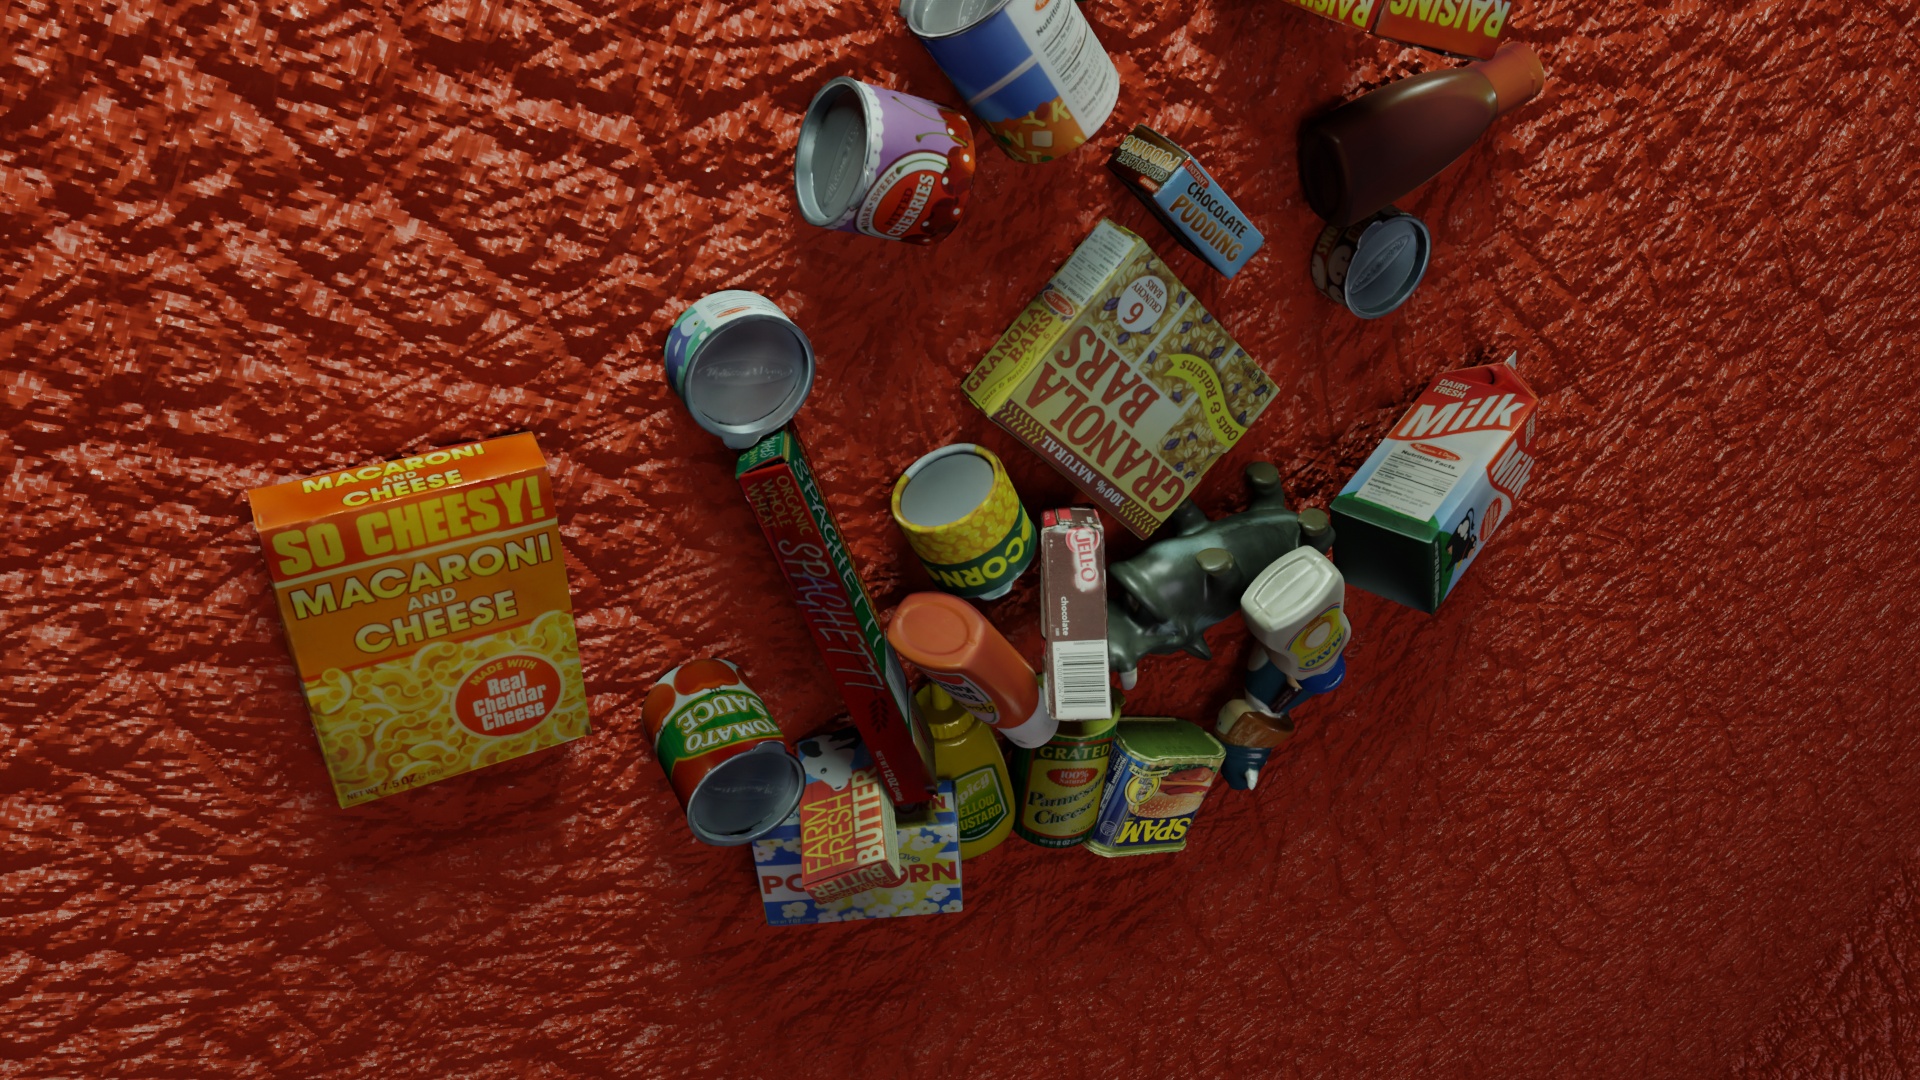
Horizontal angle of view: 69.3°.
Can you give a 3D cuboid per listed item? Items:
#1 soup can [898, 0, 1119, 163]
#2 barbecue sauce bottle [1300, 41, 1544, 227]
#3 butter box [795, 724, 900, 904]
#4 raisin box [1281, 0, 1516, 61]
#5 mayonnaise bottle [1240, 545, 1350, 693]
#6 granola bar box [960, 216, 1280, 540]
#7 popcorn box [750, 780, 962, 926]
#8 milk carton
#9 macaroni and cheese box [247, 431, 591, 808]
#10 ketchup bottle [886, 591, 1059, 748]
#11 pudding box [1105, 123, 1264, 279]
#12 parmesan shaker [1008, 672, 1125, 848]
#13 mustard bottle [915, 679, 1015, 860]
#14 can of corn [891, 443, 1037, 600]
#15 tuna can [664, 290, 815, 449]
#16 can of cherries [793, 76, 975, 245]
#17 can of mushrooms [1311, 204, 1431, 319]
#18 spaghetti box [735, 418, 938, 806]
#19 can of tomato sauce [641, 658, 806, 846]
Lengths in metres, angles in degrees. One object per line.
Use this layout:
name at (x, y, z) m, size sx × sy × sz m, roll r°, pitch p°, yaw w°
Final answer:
soup can at (0.023, -0.223, 0.632) m, size 0.071 × 0.071 × 0.083 m, roll -45°, pitch 135°, yaw 2°
barbecue sauce bottle at (0.266, -0.238, 0.795) m, size 0.149 × 0.044 × 0.064 m, roll -30°, pitch 133°, yaw -13°
butter box at (-0.067, 0.157, 0.812) m, size 0.053 × 0.104 × 0.024 m, roll -19°, pitch 134°, yaw 9°
raisin box at (0.191, -0.269, 0.666) m, size 0.086 × 0.124 × 0.040 m, roll -2°, pitch 122°, yaw -33°
mayonnaise bottle at (0.223, 0.058, 0.900) m, size 0.065 × 0.041 × 0.147 m, roll -40°, pitch 147°, yaw 0°
granola bar box at (0.096, -0.086, 0.796) m, size 0.124 × 0.039 × 0.165 m, roll -49°, pitch 134°, yaw 7°
popcorn box at (-0.063, 0.195, 0.864) m, size 0.127 × 0.038 × 0.084 m, roll -4°, pitch 127°, yaw -2°
milk carton at (0.330, -0.046, 0.935) m, size 0.191 × 0.073 × 0.072 m, roll -46°, pitch 139°, yaw -26°
macaroni and cheese box at (-0.249, 0.038, 0.657) m, size 0.124 × 0.040 × 0.165 m, roll -15°, pitch 129°, yaw -24°
ketchup bottle at (0.016, 0.080, 0.812) m, size 0.043 × 0.065 × 0.148 m, roll -62°, pitch 145°, yaw -14°
pudding box at (0.120, -0.179, 0.737) m, size 0.030 × 0.050 × 0.083 m, roll -49°, pitch 134°, yaw 9°
parmesan shaker at (0.069, 0.147, 0.927) m, size 0.071 × 0.071 × 0.102 m, roll -13°, pitch 128°, yaw -26°
mustard bottle at (-0.005, 0.137, 0.884) m, size 0.065 × 0.049 × 0.159 m, roll -23°, pitch 131°, yaw -13°
can of corn at (0.003, -0.010, 0.767) m, size 0.071 × 0.071 × 0.058 m, roll -35°, pitch 133°, yaw -6°
tuna can at (-0.107, -0.082, 0.668) m, size 0.071 × 0.033 × 0.070 m, roll -17°, pitch 129°, yaw -22°
can of cherries at (-0.034, -0.168, 0.628) m, size 0.058 × 0.072 × 0.071 m, roll 3°, pitch 120°, yaw -36°
can of mushrooms at (0.247, -0.172, 0.838) m, size 0.071 × 0.033 × 0.070 m, roll -18°, pitch 130°, yaw -22°
spaghetti box at (-0.062, 0.044, 0.754) m, size 0.029 × 0.050 × 0.248 m, roll -17°, pitch 125°, yaw 6°
can of tomato sauce at (-0.131, 0.113, 0.759) m, size 0.071 × 0.083 × 0.070 m, roll -18°, pitch 130°, yaw -22°
